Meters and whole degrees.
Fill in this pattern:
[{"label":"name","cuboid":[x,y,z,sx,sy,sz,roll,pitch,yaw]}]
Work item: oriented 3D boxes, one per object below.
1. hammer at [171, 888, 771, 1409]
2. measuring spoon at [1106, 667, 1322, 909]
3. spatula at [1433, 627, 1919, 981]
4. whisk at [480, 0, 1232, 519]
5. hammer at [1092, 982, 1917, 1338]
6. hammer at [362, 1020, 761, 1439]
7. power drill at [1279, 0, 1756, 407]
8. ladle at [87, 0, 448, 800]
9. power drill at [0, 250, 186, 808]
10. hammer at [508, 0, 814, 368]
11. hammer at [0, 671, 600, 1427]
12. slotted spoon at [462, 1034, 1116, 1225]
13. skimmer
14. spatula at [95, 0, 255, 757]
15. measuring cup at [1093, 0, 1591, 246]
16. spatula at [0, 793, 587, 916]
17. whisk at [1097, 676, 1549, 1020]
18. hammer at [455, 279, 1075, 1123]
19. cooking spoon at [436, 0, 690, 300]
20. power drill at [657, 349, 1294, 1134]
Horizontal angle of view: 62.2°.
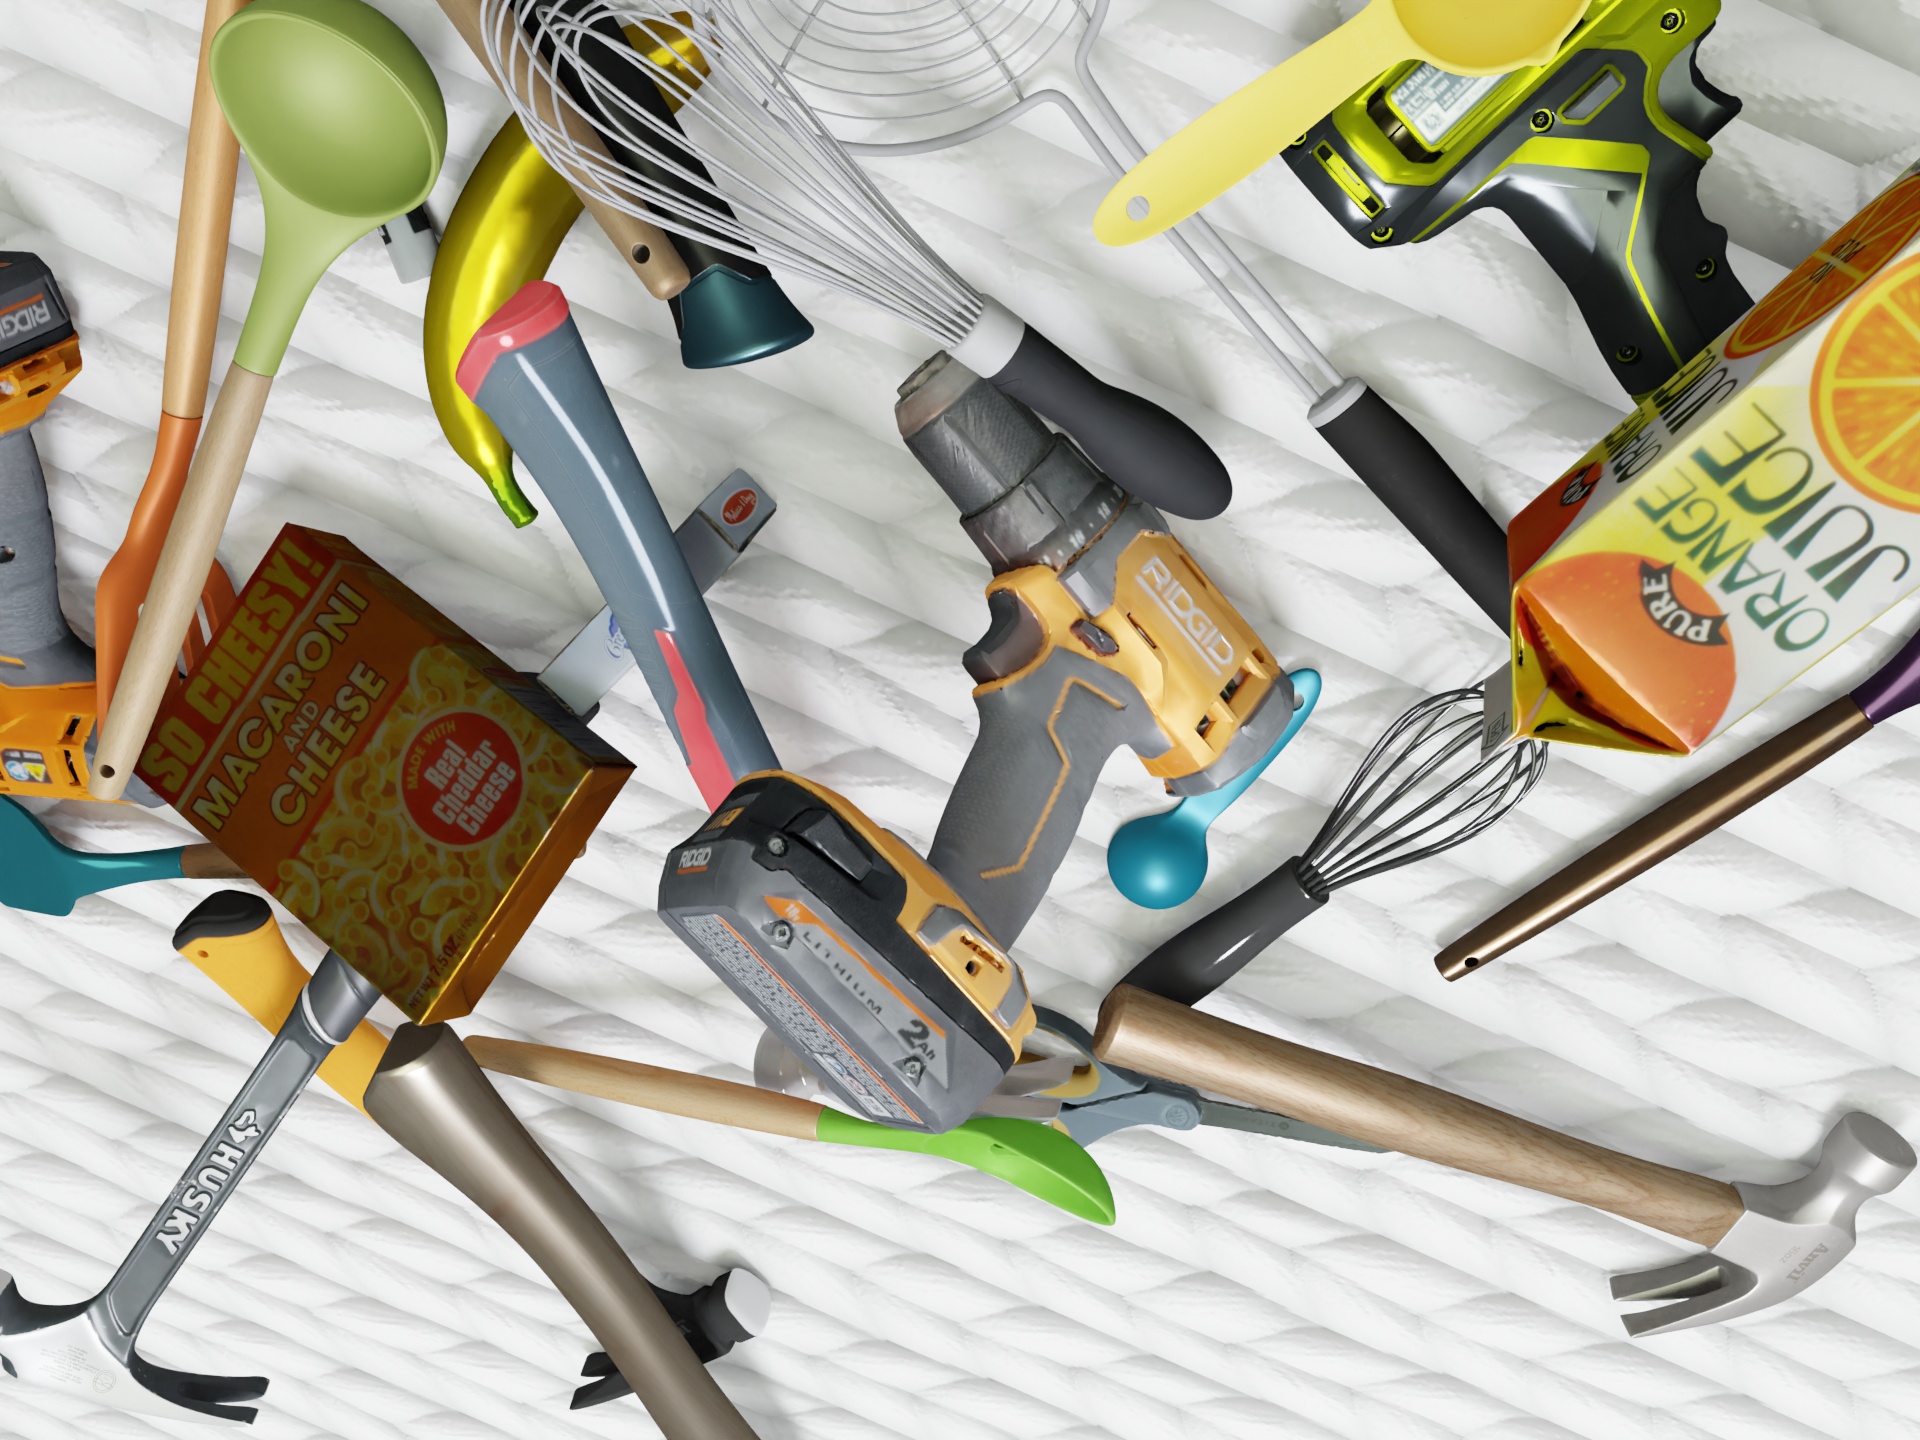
[{"label":"hammer","cuboid":[-0.244,0.209,0.763,0.127,0.034,0.336,-31,112,22]},{"label":"measuring spoon","cuboid":[0.102,0.031,0.632,0.042,0.021,0.128,32,119,-6]},{"label":"spatula","cuboid":[0.310,0.013,0.587,0.316,0.018,0.059,-39,105,24]},{"label":"whisk","cuboid":[-0.018,-0.137,0.496,0.284,0.070,0.070,30,120,-28]},{"label":"hammer","cuboid":[0.213,0.175,0.662,0.331,0.031,0.130,18,119,-6]},{"label":"hammer","cuboid":[-0.144,0.290,0.754,0.146,0.038,0.410,-17,121,12]},{"label":"power drill","cuboid":[0.232,-0.161,0.484,0.223,0.080,0.171,44,116,-9]},{"label":"ladle","cuboid":[-0.265,-0.100,0.567,0.078,0.062,0.320,25,108,-12]},{"label":"power drill","cuboid":[-0.417,-0.070,0.648,0.164,0.084,0.226,4,120,10]},{"label":"hammer","cuboid":[-0.151,-0.255,0.502,0.128,0.033,0.331,-29,98,20]},{"label":"hammer","cuboid":[-0.283,0.146,0.691,0.149,0.036,0.409,34,100,-17]},{"label":"slotted spoon","cuboid":[-0.083,0.167,0.683,0.314,0.031,0.070,6,150,20]},{"label":"skimmer","cuboid":[0.075,-0.132,0.517,0.363,0.090,0.127,44,138,-14]},{"label":"spatula","cuboid":[-0.288,-0.137,0.607,0.041,0.081,0.322,29,115,20]},{"label":"measuring cup","cuboid":[0.106,-0.184,0.455,0.156,0.029,0.062,-30,96,24]},{"label":"spatula","cuboid":[-0.322,0.056,0.725,0.317,0.044,0.082,-2,116,6]},{"label":"whisk","cuboid":[0.136,0.061,0.632,0.055,0.055,0.239,40,121,-10]},{"label":"hammer","cuboid":[-0.069,0.020,0.591,0.143,0.038,0.385,-1,129,24]},{"label":"cooking spoon","cuboid":[-0.180,-0.263,0.479,0.068,0.017,0.319,-34,96,20]},{"label":"power drill","cuboid":[-0.001,-0.002,0.539,0.185,0.226,0.084,49,153,-15]}]
